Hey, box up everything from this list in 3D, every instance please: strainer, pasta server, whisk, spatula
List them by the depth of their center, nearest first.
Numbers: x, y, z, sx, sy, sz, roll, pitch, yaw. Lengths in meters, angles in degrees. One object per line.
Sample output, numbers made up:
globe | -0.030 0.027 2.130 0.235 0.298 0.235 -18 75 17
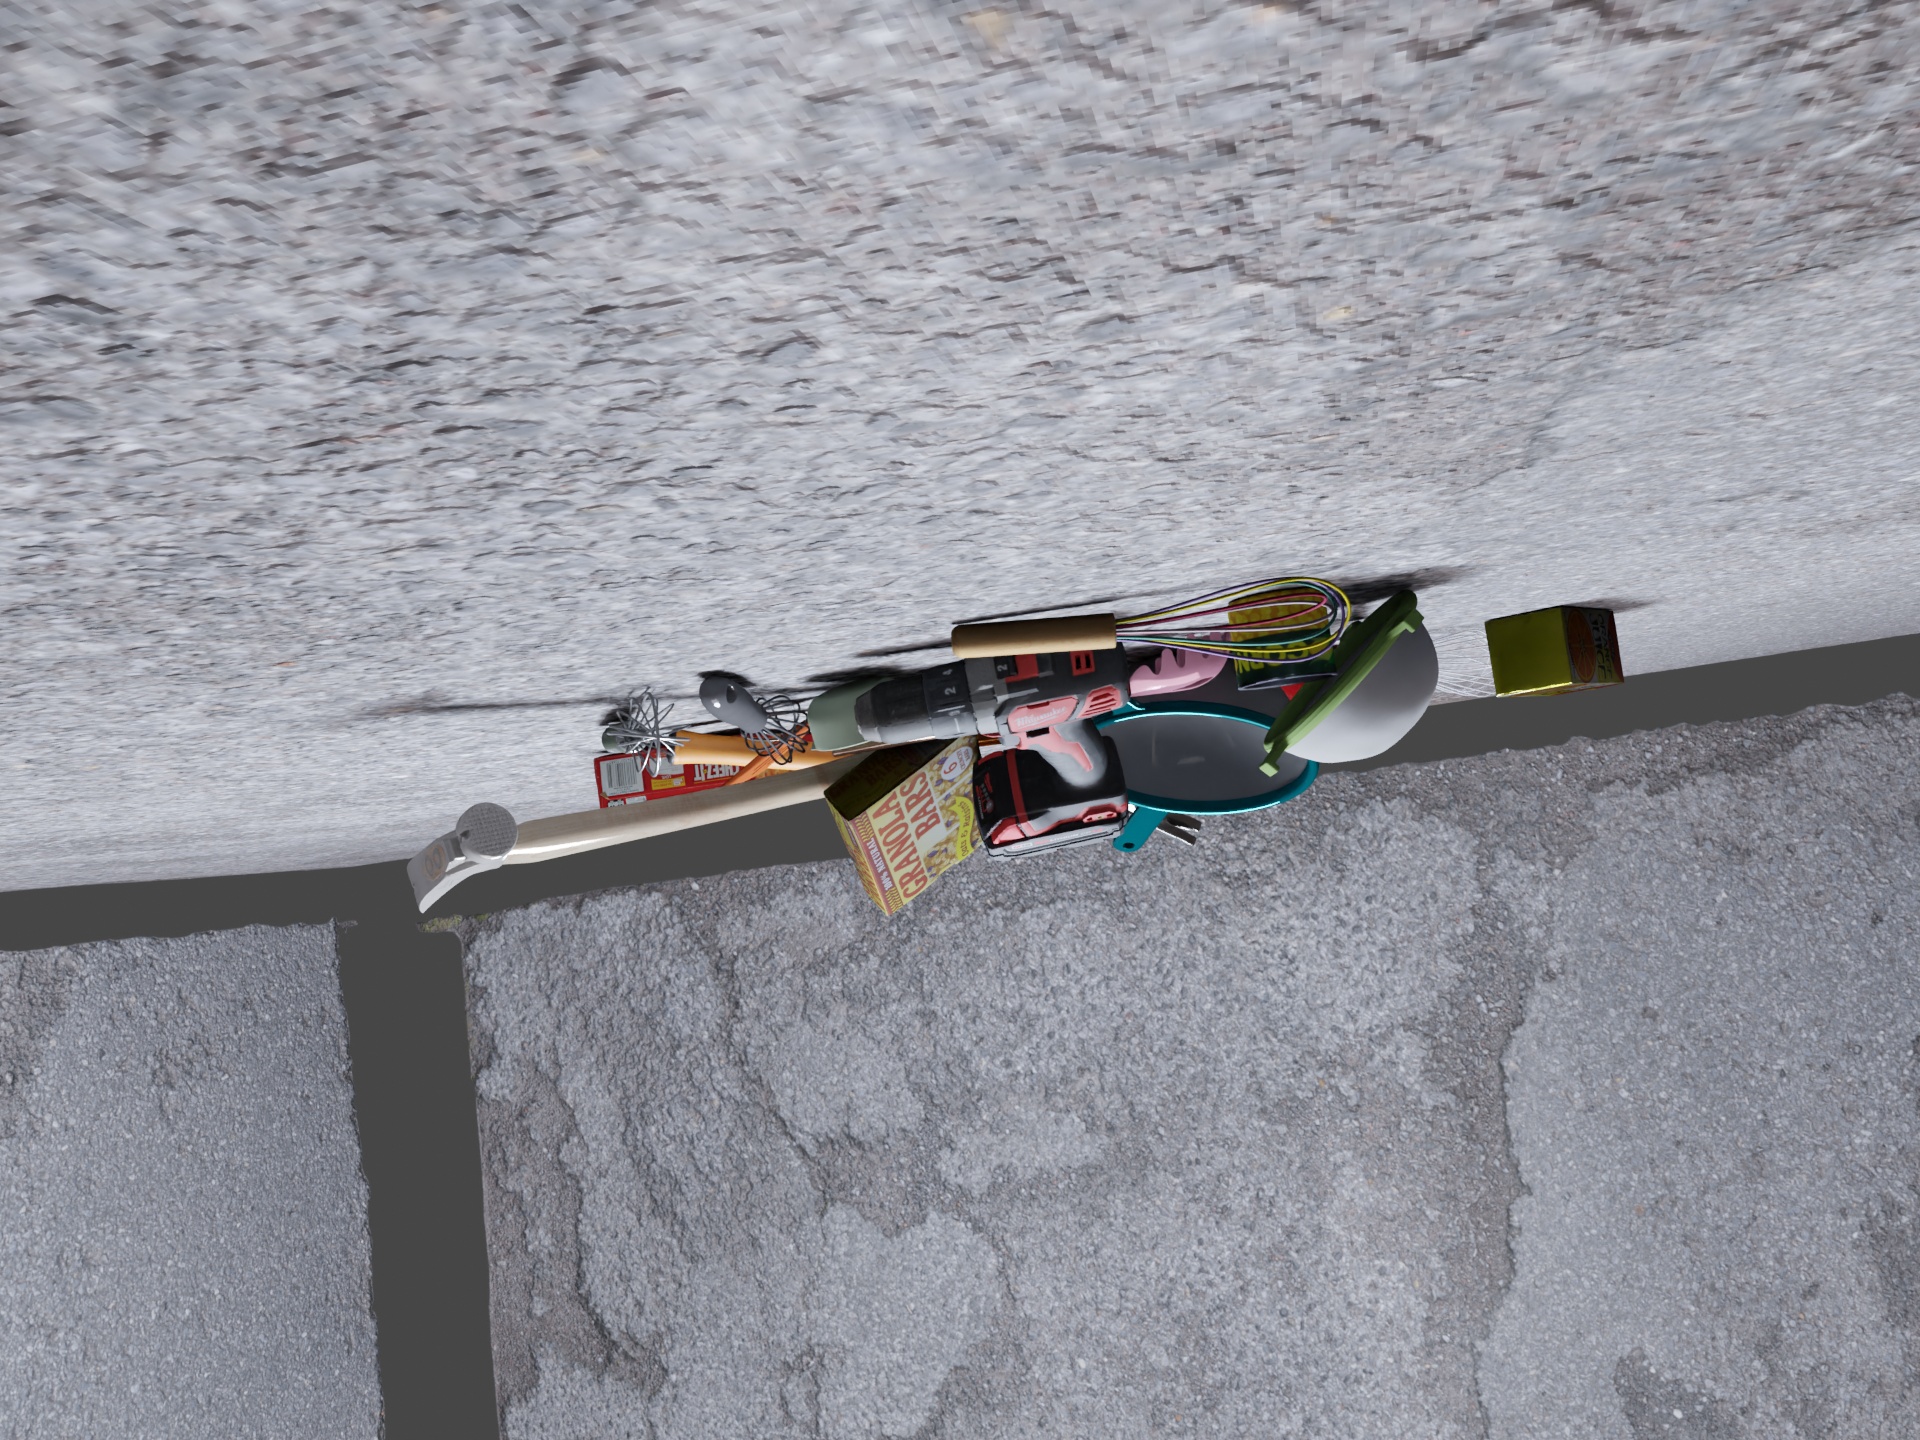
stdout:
whisk | 0.116 -0.061 0.976 0.245 0.051 0.047 -4 155 2
whisk | -0.151 -0.005 1.160 0.055 0.055 0.239 -8 171 5
strainer | 0.303 -0.028 1.174 0.151 0.069 0.256 -49 176 20
whisk | -0.243 0.012 1.181 0.057 0.059 0.246 -4 179 -18
pasta server | 0.055 -0.019 1.205 0.316 0.040 0.060 -12 175 1
spatula | -0.045 -0.002 1.285 0.322 0.041 0.081 -14 -176 15
strainer | 0.190 0.024 1.418 0.211 0.095 0.340 10 156 -5
whisk | 0.409 -0.056 1.471 0.284 0.070 0.070 0 172 -29

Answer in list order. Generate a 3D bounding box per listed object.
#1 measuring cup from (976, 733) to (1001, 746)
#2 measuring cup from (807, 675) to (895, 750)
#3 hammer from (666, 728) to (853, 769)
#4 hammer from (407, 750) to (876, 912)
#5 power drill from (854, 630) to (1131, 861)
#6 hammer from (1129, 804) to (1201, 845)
measuring cup | -0.002 -0.004 1.373 0.173 0.052 0.095 -2 173 -37
measuring cup | -0.082 -0.017 1.223 0.083 0.038 0.168 -18 -167 -2
hammer | -0.088 0.037 1.399 0.337 0.034 0.127 5 -178 -8
hammer | -0.201 0.068 1.187 0.410 0.038 0.146 -11 166 -40
power drill | 0.033 0.019 1.148 0.188 0.080 0.226 -12 150 3
hammer | 0.232 0.025 1.533 0.149 0.037 0.359 26 152 -5
